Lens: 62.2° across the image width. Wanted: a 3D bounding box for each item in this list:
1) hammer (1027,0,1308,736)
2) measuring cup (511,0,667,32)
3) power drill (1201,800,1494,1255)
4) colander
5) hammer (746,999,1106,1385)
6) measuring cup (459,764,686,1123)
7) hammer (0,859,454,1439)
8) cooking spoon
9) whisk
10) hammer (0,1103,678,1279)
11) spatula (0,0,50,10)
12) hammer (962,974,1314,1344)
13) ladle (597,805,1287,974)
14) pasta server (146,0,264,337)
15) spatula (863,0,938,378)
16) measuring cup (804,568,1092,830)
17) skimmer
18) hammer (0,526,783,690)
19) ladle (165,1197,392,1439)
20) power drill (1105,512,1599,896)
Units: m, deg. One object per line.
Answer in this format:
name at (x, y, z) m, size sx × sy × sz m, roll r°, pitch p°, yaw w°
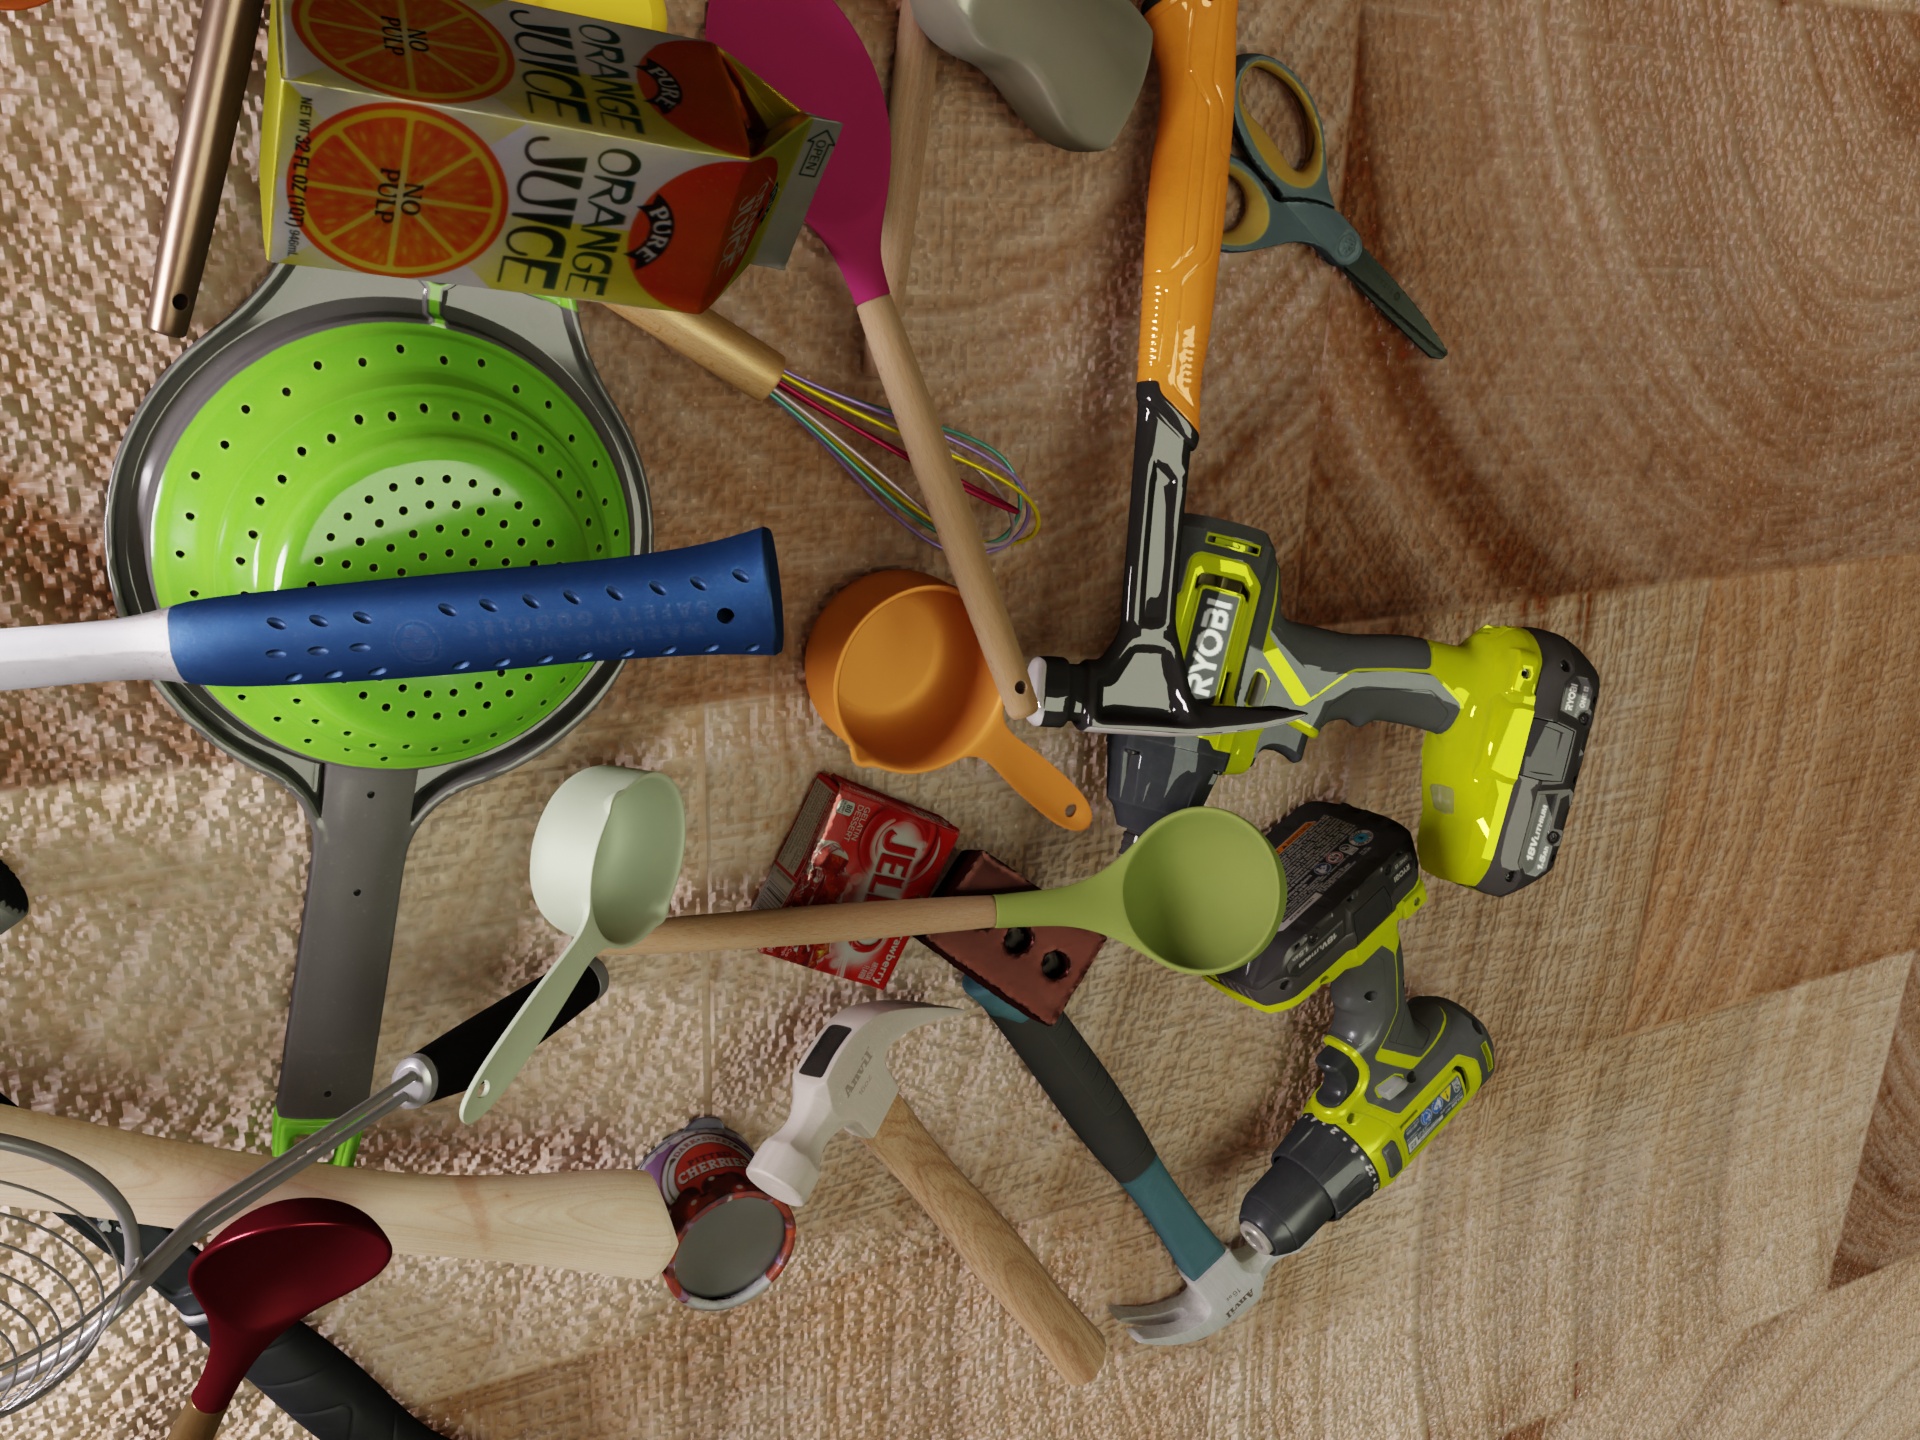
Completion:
hammer at (0.102, -0.160, 0.711) m, size 0.127 × 0.034 × 0.337 m, roll 3°, pitch 95°, yaw -11°
measuring cup at (-0.154, -0.298, 0.563) m, size 0.062 × 0.029 × 0.156 m, roll -34°, pitch 123°, yaw -14°
power drill at (0.210, 0.180, 0.904) m, size 0.190 × 0.080 × 0.228 m, roll -37°, pitch 122°, yaw -22°
colander at (-0.219, 0.022, 0.608) m, size 0.204 × 0.095 × 0.397 m, roll 5°, pitch 105°, yaw -30°
hammer at (0.006, 0.264, 0.841) m, size 0.130 × 0.031 × 0.331 m, roll -59°, pitch 135°, yaw -31°
measuring cup at (-0.168, 0.088, 0.648) m, size 0.083 × 0.038 × 0.168 m, roll 80°, pitch 29°, yaw -46°
hammer at (-0.327, 0.237, 0.665) m, size 0.149 × 0.036 × 0.408 m, roll -37°, pitch 122°, yaw -11°
cooking spoon at (-0.027, -0.148, 0.654) m, size 0.069 × 0.017 × 0.318 m, roll -25°, pitch 102°, yaw -22°
whisk at (-0.059, -0.135, 0.668) m, size 0.244 × 0.047 × 0.051 m, roll 28°, pitch 88°, yaw -32°
hammer at (-0.302, 0.188, 0.616) m, size 0.410 × 0.038 × 0.146 m, roll 21°, pitch 101°, yaw -33°
spatula at (-0.382, -0.177, 0.489) m, size 0.322 × 0.041 × 0.081 m, roll -44°, pitch 125°, yaw -3°
hammer at (0.094, 0.242, 0.900) m, size 0.128 × 0.033 × 0.330 m, roll -40°, pitch 122°, yaw -12°
ladle at (-0.009, 0.086, 0.718) m, size 0.320 × 0.062 × 0.078 m, roll -3°, pitch 74°, yaw -10°
pasta server at (-0.233, -0.283, 0.527) m, size 0.060 × 0.040 × 0.316 m, roll 5°, pitch 111°, yaw -44°
spatula at (-0.013, -0.299, 0.649) m, size 0.059 × 0.018 × 0.316 m, roll -1°, pitch 108°, yaw -33°
measuring cup at (-0.001, -0.002, 0.746) m, size 0.095 × 0.052 × 0.173 m, roll -51°, pitch 125°, yaw -3°
skimmer at (-0.251, 0.132, 0.556) m, size 0.127 × 0.090 × 0.363 m, roll -55°, pitch 170°, yaw 21°
hammer at (-0.261, -0.019, 0.514) m, size 0.405 × 0.035 × 0.144 m, roll -5°, pitch 115°, yaw -1°
ladle at (-0.310, 0.291, 0.645) m, size 0.069 × 0.031 × 0.315 m, roll 16°, pitch 119°, yaw -34°
power drill at (0.187, 0.007, 0.794) m, size 0.223 × 0.080 × 0.171 m, roll 14°, pitch 92°, yaw -9°
